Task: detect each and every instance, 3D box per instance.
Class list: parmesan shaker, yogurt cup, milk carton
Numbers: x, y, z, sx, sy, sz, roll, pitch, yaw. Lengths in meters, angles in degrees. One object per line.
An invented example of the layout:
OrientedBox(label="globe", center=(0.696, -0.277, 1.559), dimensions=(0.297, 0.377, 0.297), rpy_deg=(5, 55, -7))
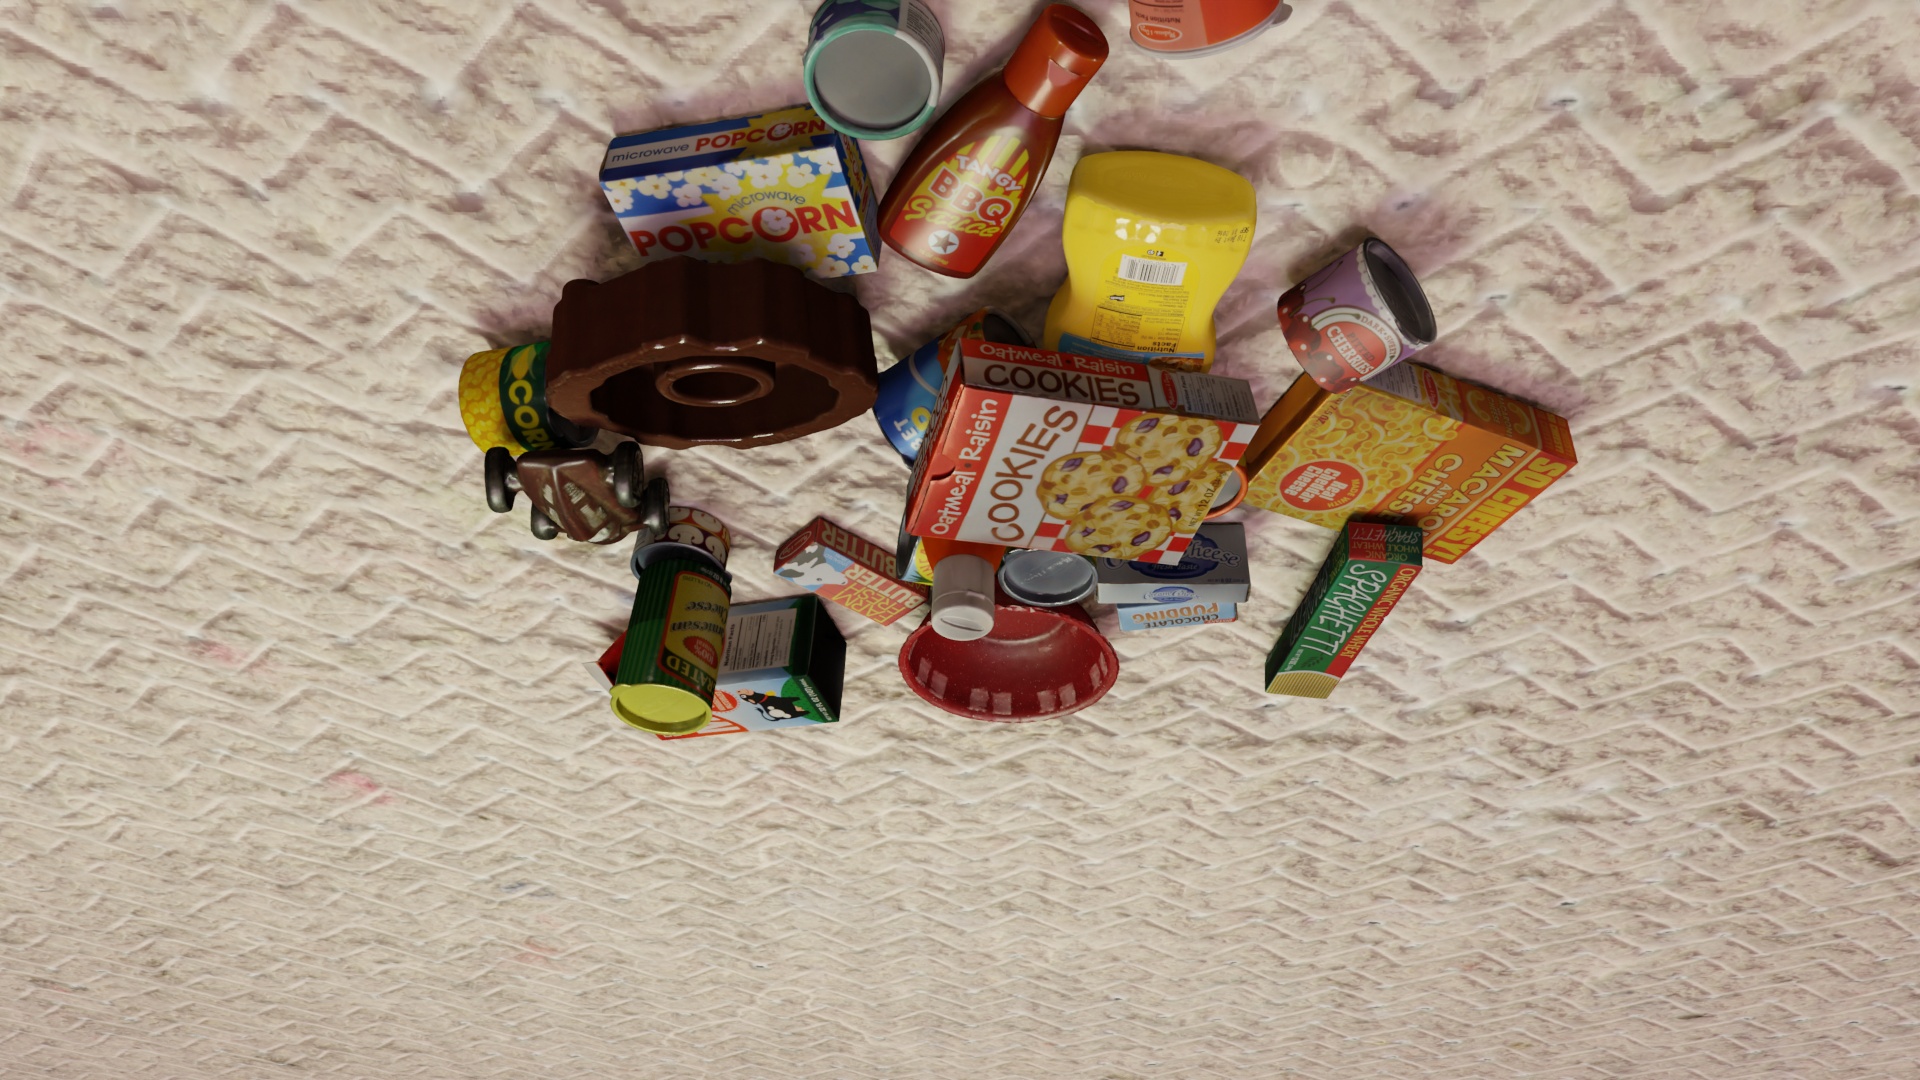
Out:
OrientedBox(label="parmesan shaker", center=(-0.196, 0.070, 0.941), dimensions=(0.071, 0.103, 0.071), rpy_deg=(2, 143, 1))
OrientedBox(label="yogurt cup", center=(0.102, -0.248, 0.597), dimensions=(0.072, 0.073, 0.053), rpy_deg=(-9, 133, 14))
OrientedBox(label="milk carton", center=(-0.190, 0.101, 1.065), dimensions=(0.190, 0.074, 0.072), rpy_deg=(-7, 142, 13))

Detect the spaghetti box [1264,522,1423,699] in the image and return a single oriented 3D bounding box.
OrientedBox(label="spaghetti box", center=(0.264, 0.055, 0.977), dimensions=(0.050, 0.029, 0.249), rpy_deg=(5, 154, 1))

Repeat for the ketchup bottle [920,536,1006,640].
OrientedBox(label="ketchup bottle", center=(0.003, -0.011, 0.843), dimensions=(0.065, 0.149, 0.043), rpy_deg=(16, 139, -17))

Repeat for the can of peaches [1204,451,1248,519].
OrientedBox(label="can of peaches", center=(0.144, -0.052, 0.856), dimensions=(0.071, 0.058, 0.071), rpy_deg=(2, 142, 2))

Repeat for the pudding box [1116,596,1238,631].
OrientedBox(label="pudding box", center=(0.151, 0.034, 0.977), dimensions=(0.084, 0.050, 0.030), rpy_deg=(-5, 141, 10))

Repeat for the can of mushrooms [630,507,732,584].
OrientedBox(label="can of mushrooms", center=(-0.194, 0.009, 0.977), dimensions=(0.071, 0.034, 0.070), rpy_deg=(2, 142, 1))

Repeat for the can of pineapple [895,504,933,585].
OrientedBox(label="can of pineapple", center=(-0.007, 0.000, 0.924), dimensions=(0.058, 0.071, 0.070), rpy_deg=(11, 142, -12))

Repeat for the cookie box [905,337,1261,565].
OrientedBox(label="cookie box", center=(0.064, -0.045, 0.775), dimensions=(0.168, 0.040, 0.122), rpy_deg=(7, 139, -14))

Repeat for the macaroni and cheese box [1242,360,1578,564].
OrientedBox(label="macaroni and cheese box", center=(0.272, -0.052, 0.864), dimensions=(0.166, 0.040, 0.123), rpy_deg=(16, 142, -16))

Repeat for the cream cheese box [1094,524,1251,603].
OrientedBox(label="cream cheese box", center=(0.143, 0.016, 0.949), dimensions=(0.104, 0.053, 0.024), rpy_deg=(0, 140, 4))

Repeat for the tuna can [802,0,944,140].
OrientedBox(label="tuna can", center=(-0.043, -0.225, 0.659), dimensions=(0.071, 0.033, 0.070), rpy_deg=(1, 143, 1))

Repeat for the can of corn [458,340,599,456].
OrientedBox(label="can of corn", center=(-0.257, -0.083, 0.828), dimensions=(0.058, 0.071, 0.071), rpy_deg=(-6, 142, 13))

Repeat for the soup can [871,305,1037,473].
OrientedBox(label="soup can", center=(0.000, -0.086, 0.806), dimensions=(0.083, 0.072, 0.071), rpy_deg=(-29, 133, 30))

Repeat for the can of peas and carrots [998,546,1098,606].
OrientedBox(label="can of peas and carrots", center=(0.057, 0.001, 0.931), dimensions=(0.071, 0.059, 0.070), rpy_deg=(2, 142, 2))

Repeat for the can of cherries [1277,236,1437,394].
OrientedBox(label="can of cherries", center=(0.214, -0.119, 0.752), dimensions=(0.071, 0.072, 0.058), rpy_deg=(31, 135, -32))

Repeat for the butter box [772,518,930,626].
OrientedBox(label="butter box", center=(-0.077, 0.024, 0.997), dimensions=(0.103, 0.024, 0.053), rpy_deg=(28, 137, -29))

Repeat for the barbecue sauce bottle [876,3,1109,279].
OrientedBox(label="barbecue sauce bottle", center=(0.017, -0.196, 0.686), dimensions=(0.065, 0.044, 0.147), rpy_deg=(22, 138, -21))

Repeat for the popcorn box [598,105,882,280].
OrientedBox(label="popcorn box", center=(-0.112, -0.175, 0.724), dimensions=(0.127, 0.038, 0.084), rpy_deg=(-6, 142, 11))
